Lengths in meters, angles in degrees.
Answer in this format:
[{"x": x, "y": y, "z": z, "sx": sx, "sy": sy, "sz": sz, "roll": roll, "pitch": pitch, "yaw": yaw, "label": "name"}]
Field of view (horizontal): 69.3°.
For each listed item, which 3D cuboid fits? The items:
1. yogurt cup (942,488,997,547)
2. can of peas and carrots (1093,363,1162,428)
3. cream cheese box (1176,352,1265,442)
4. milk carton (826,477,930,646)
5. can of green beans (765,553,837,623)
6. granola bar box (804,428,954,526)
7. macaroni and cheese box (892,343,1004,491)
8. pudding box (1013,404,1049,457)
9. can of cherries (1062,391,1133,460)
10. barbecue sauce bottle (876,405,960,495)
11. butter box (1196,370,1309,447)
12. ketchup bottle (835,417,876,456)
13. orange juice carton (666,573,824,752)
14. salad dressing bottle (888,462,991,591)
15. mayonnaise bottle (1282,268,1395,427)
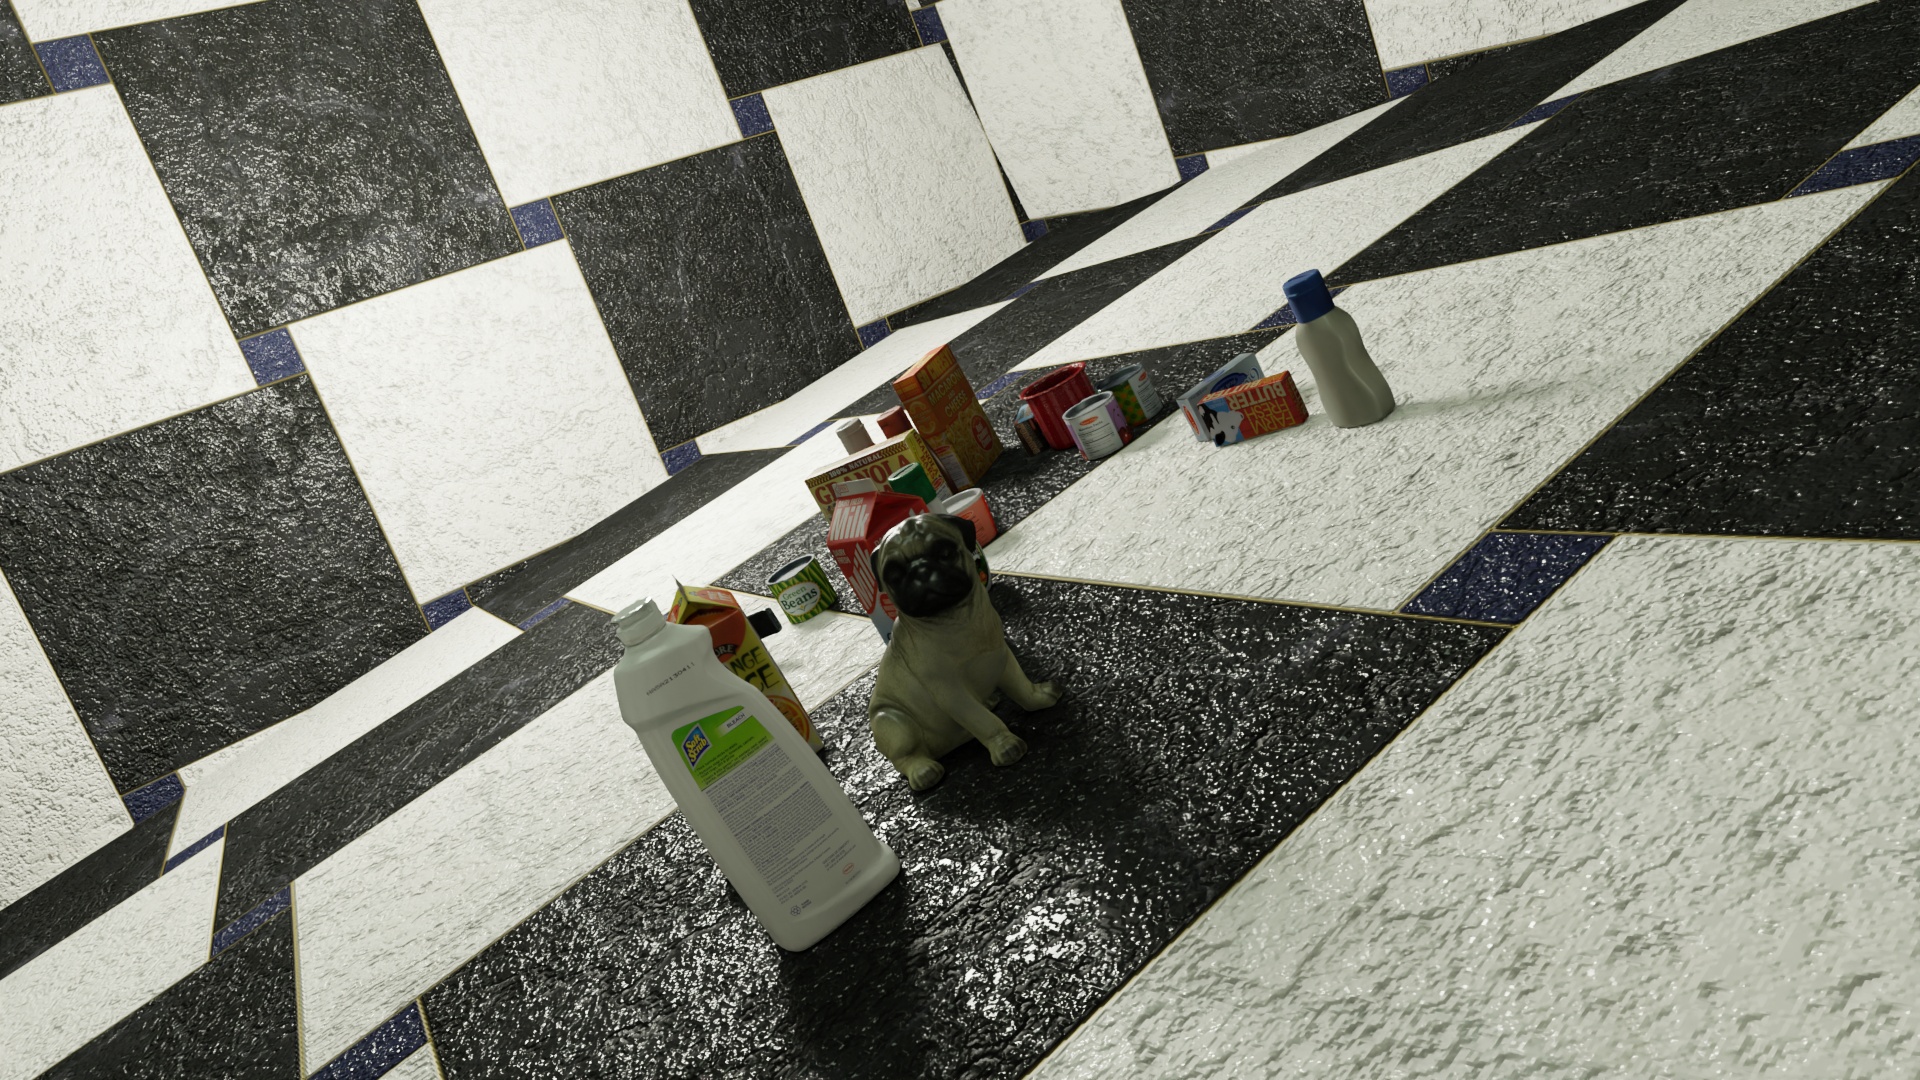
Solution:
[{"x": 0.006, "y": -0.019, "z": 1.555, "sx": 0.072, "sy": 0.054, "sz": 0.072, "roll": -27, "pitch": 15, "yaw": 8, "label": "yogurt cup"}, {"x": 0.202, "y": -0.173, "z": 1.689, "sx": 0.071, "sy": 0.058, "sz": 0.071, "roll": -27, "pitch": 15, "yaw": 8, "label": "can of peas and carrots"}, {"x": 0.284, "y": -0.154, "z": 1.490, "sx": 0.104, "sy": 0.053, "sz": 0.024, "roll": -35, "pitch": 16, "yaw": -22, "label": "cream cheese box"}, {"x": -0.051, "y": 0.028, "z": 1.242, "sx": 0.074, "sy": 0.190, "sz": 0.072, "roll": -38, "pitch": 17, "yaw": -31, "label": "milk carton"}, {"x": -0.188, "y": 0.058, "z": 1.646, "sx": 0.071, "sy": 0.057, "sz": 0.071, "roll": -27, "pitch": 15, "yaw": 8, "label": "can of green beans"}, {"x": -0.095, "y": -0.055, "z": 1.716, "sx": 0.165, "sy": 0.124, "sz": 0.039, "roll": -19, "pitch": 18, "yaw": 33, "label": "granola bar box"}, {"x": -0.015, "y": -0.162, "z": 1.839, "sx": 0.040, "sy": 0.166, "sz": 0.124, "roll": -21, "pitch": 17, "yaw": 30, "label": "macaroni and cheese box"}, {"x": 0.096, "y": -0.147, "z": 1.814, "sx": 0.030, "sy": 0.049, "sz": 0.084, "roll": -24, "pitch": 16, "yaw": 18, "label": "pudding box"}, {"x": 0.163, "y": -0.136, "z": 1.639, "sx": 0.071, "sy": 0.058, "sz": 0.072, "roll": -27, "pitch": 15, "yaw": 8, "label": "can of cherries"}, {"x": -0.053, "y": -0.095, "z": 1.725, "sx": 0.064, "sy": 0.148, "sz": 0.044, "roll": -13, "pitch": 22, "yaw": 47, "label": "barbecue sauce bottle"}, {"x": 0.294, "y": -0.132, "z": 1.399, "sx": 0.103, "sy": 0.053, "sz": 0.024, "roll": -15, "pitch": 20, "yaw": 42, "label": "butter box"}, {"x": -0.110, "y": -0.088, "z": 1.803, "sx": 0.043, "sy": 0.148, "sz": 0.065, "roll": -23, "pitch": 16, "yaw": 24, "label": "ketchup bottle"}, {"x": -0.202, "y": 0.115, "z": 1.228, "sx": 0.073, "sy": 0.192, "sz": 0.072, "roll": -32, "pitch": 15, "yaw": -8, "label": "orange juice carton"}, {"x": -0.022, "y": -0.006, "z": 1.382, "sx": 0.064, "sy": 0.147, "sz": 0.044, "roll": -39, "pitch": 17, "yaw": -32, "label": "salad dressing bottle"}, {"x": 0.342, "y": -0.176, "z": 1.273, "sx": 0.041, "sy": 0.147, "sz": 0.064, "roll": -38, "pitch": 17, "yaw": -30, "label": "mayonnaise bottle"}]
